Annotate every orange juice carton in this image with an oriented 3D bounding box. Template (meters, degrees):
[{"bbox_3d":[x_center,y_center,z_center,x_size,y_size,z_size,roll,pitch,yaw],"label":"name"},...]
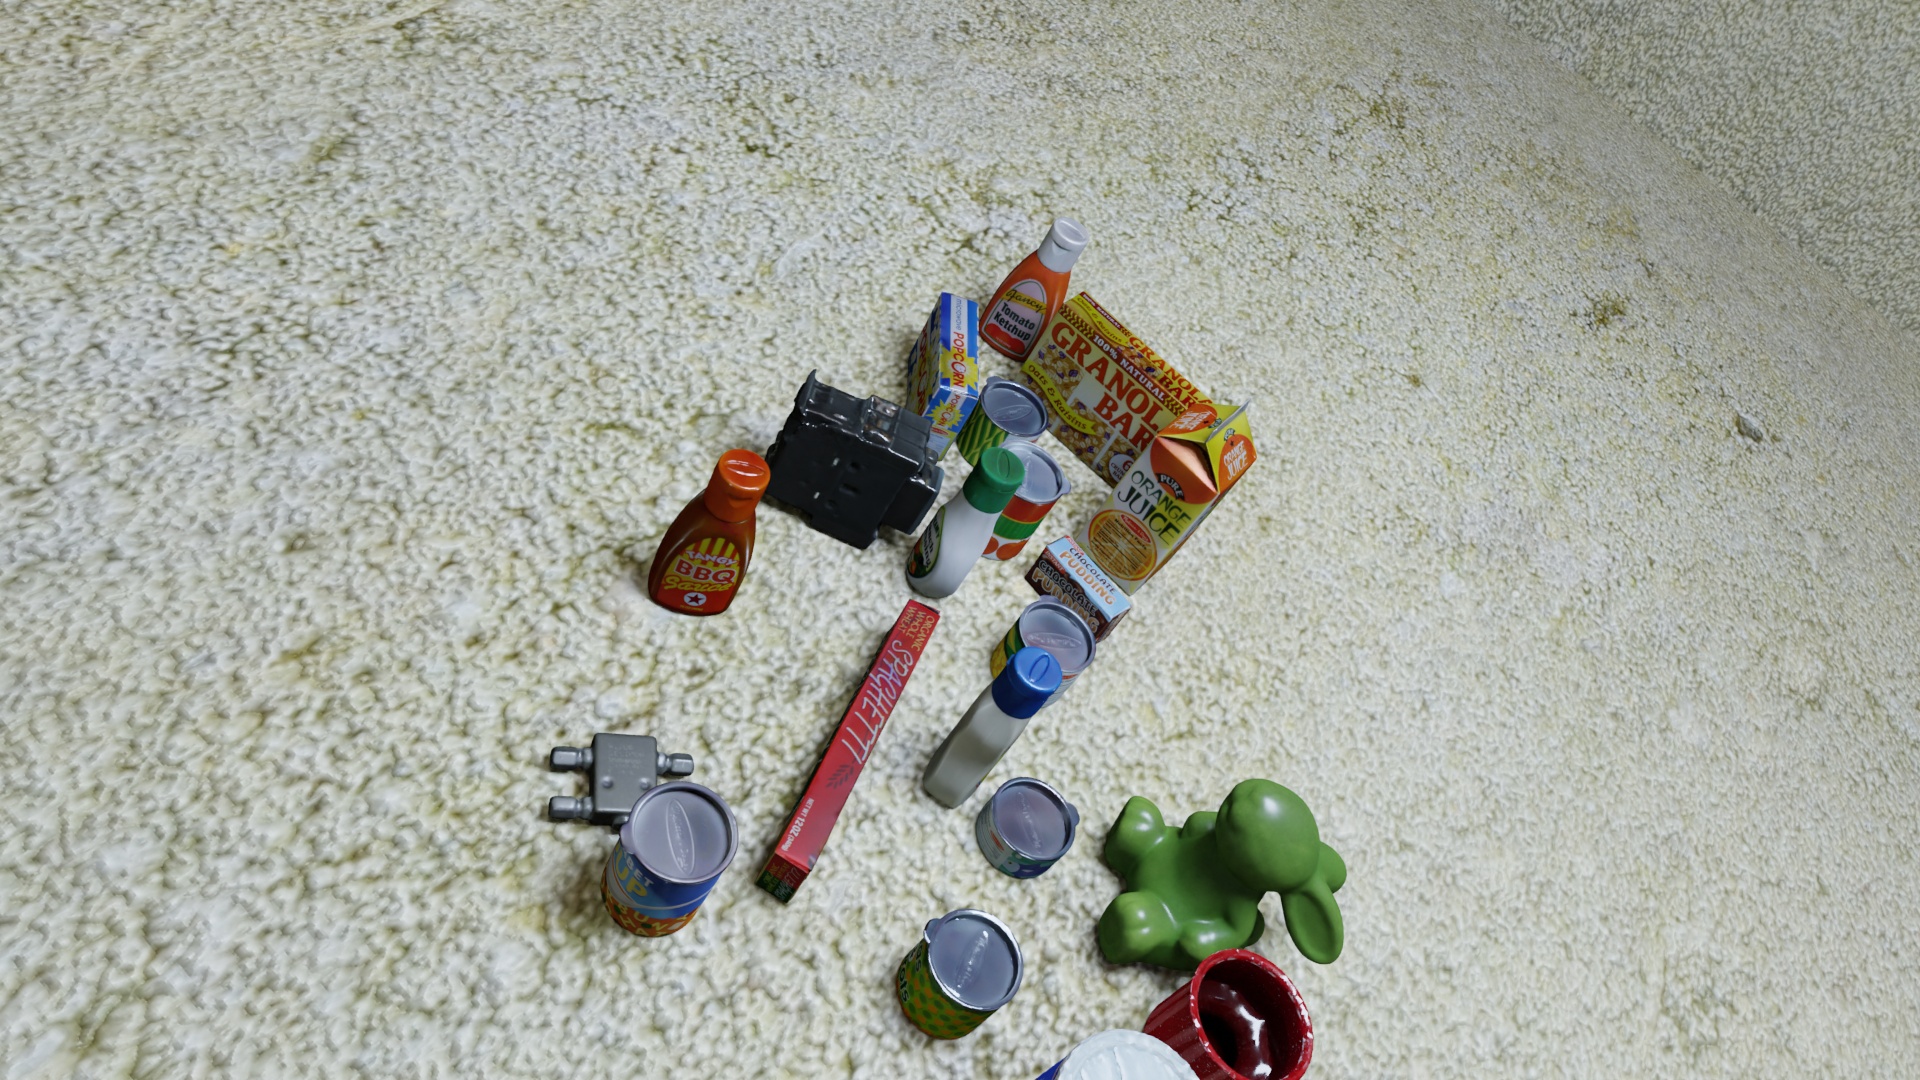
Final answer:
[{"bbox_3d":[0.181,-0.045,1.175,0.073,0.191,0.072,44,46,10],"label":"orange juice carton"}]

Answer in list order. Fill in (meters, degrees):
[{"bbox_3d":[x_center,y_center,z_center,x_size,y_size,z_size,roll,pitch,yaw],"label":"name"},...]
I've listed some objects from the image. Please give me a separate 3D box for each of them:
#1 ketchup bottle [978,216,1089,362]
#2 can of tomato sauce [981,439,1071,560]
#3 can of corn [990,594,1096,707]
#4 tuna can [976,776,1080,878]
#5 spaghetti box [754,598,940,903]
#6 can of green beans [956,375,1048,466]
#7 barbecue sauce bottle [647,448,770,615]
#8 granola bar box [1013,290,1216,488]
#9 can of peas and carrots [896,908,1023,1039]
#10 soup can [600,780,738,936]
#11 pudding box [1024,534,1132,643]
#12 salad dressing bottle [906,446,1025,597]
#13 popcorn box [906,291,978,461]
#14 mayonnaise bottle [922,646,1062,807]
[{"bbox_3d":[0.072,-0.238,1.309,0.065,0.148,0.044,34,45,0],"label":"ketchup bottle"},{"bbox_3d":[0.042,-0.032,1.164,0.071,0.082,0.071,16,47,-17],"label":"can of tomato sauce"},{"bbox_3d":[0.064,0.088,1.092,0.071,0.058,0.071,15,47,-17],"label":"can of corn"},{"bbox_3d":[0.049,0.207,1.001,0.071,0.032,0.071,15,47,-17],"label":"tuna can"},{"bbox_3d":[-0.075,0.139,0.977,0.029,0.050,0.251,31,45,-3],"label":"spaghetti box"},{"bbox_3d":[0.037,-0.100,1.236,0.071,0.057,0.071,15,47,-17],"label":"can of green beans"},{"bbox_3d":[-0.172,-0.005,0.975,0.065,0.147,0.044,12,49,-20],"label":"barbecue sauce bottle"},{"bbox_3d":[0.137,-0.128,1.270,0.166,0.123,0.039,43,45,9],"label":"granola bar box"},{"bbox_3d":[-0.003,0.278,0.894,0.071,0.058,0.071,15,47,-17],"label":"can of peas and carrots"},{"bbox_3d":[-0.181,0.195,0.847,0.071,0.083,0.072,16,47,-17],"label":"soup can"},{"bbox_3d":[0.098,0.042,1.156,0.030,0.049,0.084,-26,69,-41],"label":"pudding box"},{"bbox_3d":[0.004,-0.014,1.081,0.044,0.146,0.064,16,47,-17],"label":"salad dressing bottle"},{"bbox_3d":[-0.016,-0.146,1.226,0.038,0.084,0.127,16,47,-17],"label":"popcorn box"},{"bbox_3d":[0.023,0.128,0.972,0.041,0.147,0.065,36,45,2],"label":"mayonnaise bottle"}]
